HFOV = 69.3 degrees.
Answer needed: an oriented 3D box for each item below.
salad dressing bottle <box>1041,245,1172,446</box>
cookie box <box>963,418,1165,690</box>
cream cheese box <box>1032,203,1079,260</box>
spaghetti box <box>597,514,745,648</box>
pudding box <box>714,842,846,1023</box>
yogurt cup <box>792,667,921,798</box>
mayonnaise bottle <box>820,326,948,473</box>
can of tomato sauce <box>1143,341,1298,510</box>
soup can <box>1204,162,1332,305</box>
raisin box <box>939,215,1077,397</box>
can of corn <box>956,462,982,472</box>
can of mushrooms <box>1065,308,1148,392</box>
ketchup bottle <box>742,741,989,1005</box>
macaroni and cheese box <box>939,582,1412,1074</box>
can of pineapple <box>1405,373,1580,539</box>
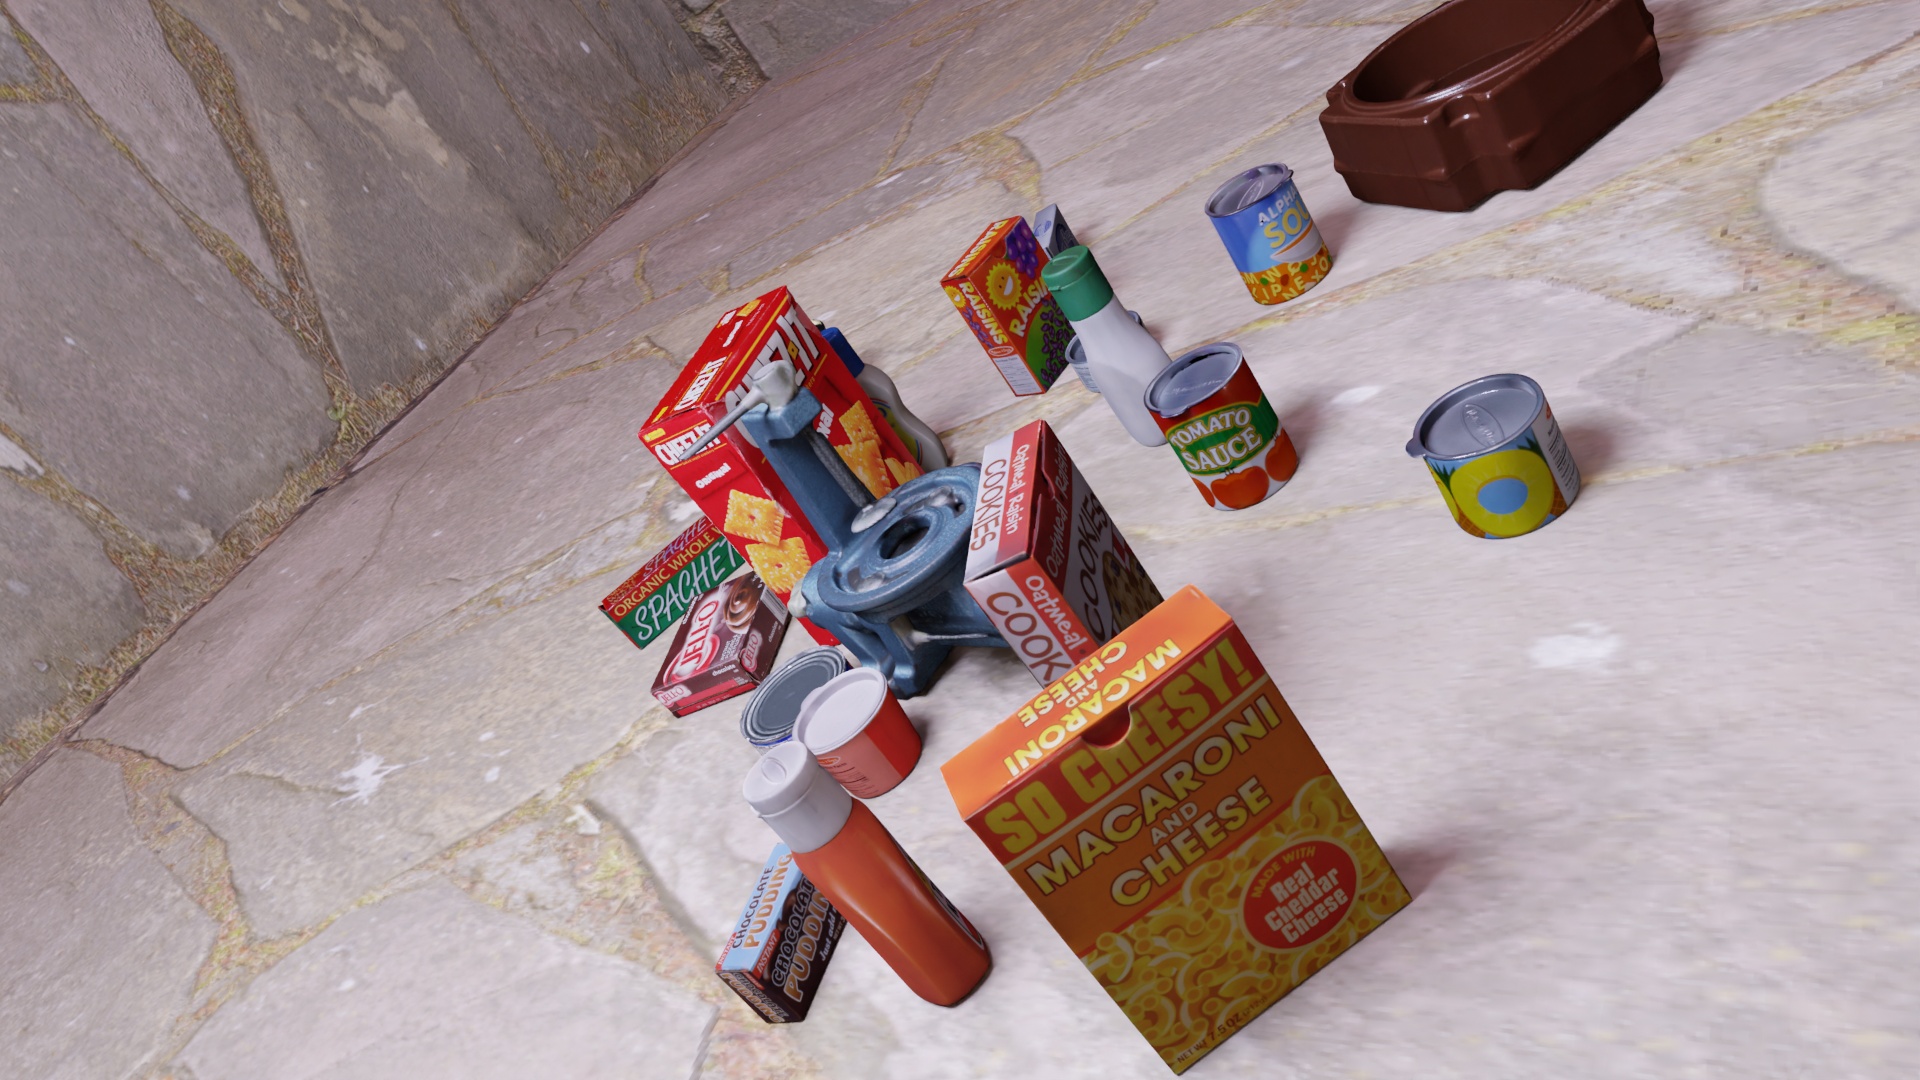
[{"bbox_3d":[0.108,-0.133,0.954,0.044,0.147,0.064,-47,28,-21],"label":"salad dressing bottle"},{"bbox_3d":[0.066,0.036,0.705,0.040,0.167,0.123,-25,28,21],"label":"cookie box"},{"bbox_3d":[0.089,-0.271,1.306,0.024,0.053,0.104,-24,29,24],"label":"cream cheese box"},{"bbox_3d":[-0.205,-0.004,1.223,0.250,0.050,0.029,-41,27,-10],"label":"spaghetti box"},{"bbox_3d":[-0.092,0.208,0.745,0.030,0.049,0.084,-16,33,35],"label":"pudding box"},{"bbox_3d":[-0.060,0.120,0.847,0.072,0.053,0.073,-28,28,16],"label":"yogurt cup"},{"bbox_3d":[-0.072,-0.103,1.117,0.064,0.147,0.041,-29,27,15],"label":"mayonnaise bottle"},{"bbox_3d":[0.161,-0.069,0.857,0.071,0.083,0.071,-28,27,16],"label":"can of tomato sauce"},{"bbox_3d":[0.232,-0.228,1.032,0.071,0.083,0.072,-28,27,16],"label":"soup can"},{"bbox_3d":[0.048,-0.193,1.149,0.040,0.123,0.086,-1,43,49],"label":"raisin box"},{"bbox_3d":[0.004,-0.012,0.981,0.071,0.058,0.071,-28,28,16],"label":"can of corn"},{"bbox_3d":[0.120,-0.150,1.095,0.071,0.033,0.071,-28,28,16],"label":"can of mushrooms"},{"bbox_3d":[-0.046,0.158,0.662,0.043,0.148,0.065,-43,27,-13],"label":"ketchup bottle"},{"bbox_3d":[0.089,0.117,0.548,0.124,0.166,0.040,-37,26,-1],"label":"macaroni and cheese box"},{"bbox_3d":[0.273,-0.042,0.711,0.071,0.057,0.071,-28,28,16],"label":"can of pineapple"}]
